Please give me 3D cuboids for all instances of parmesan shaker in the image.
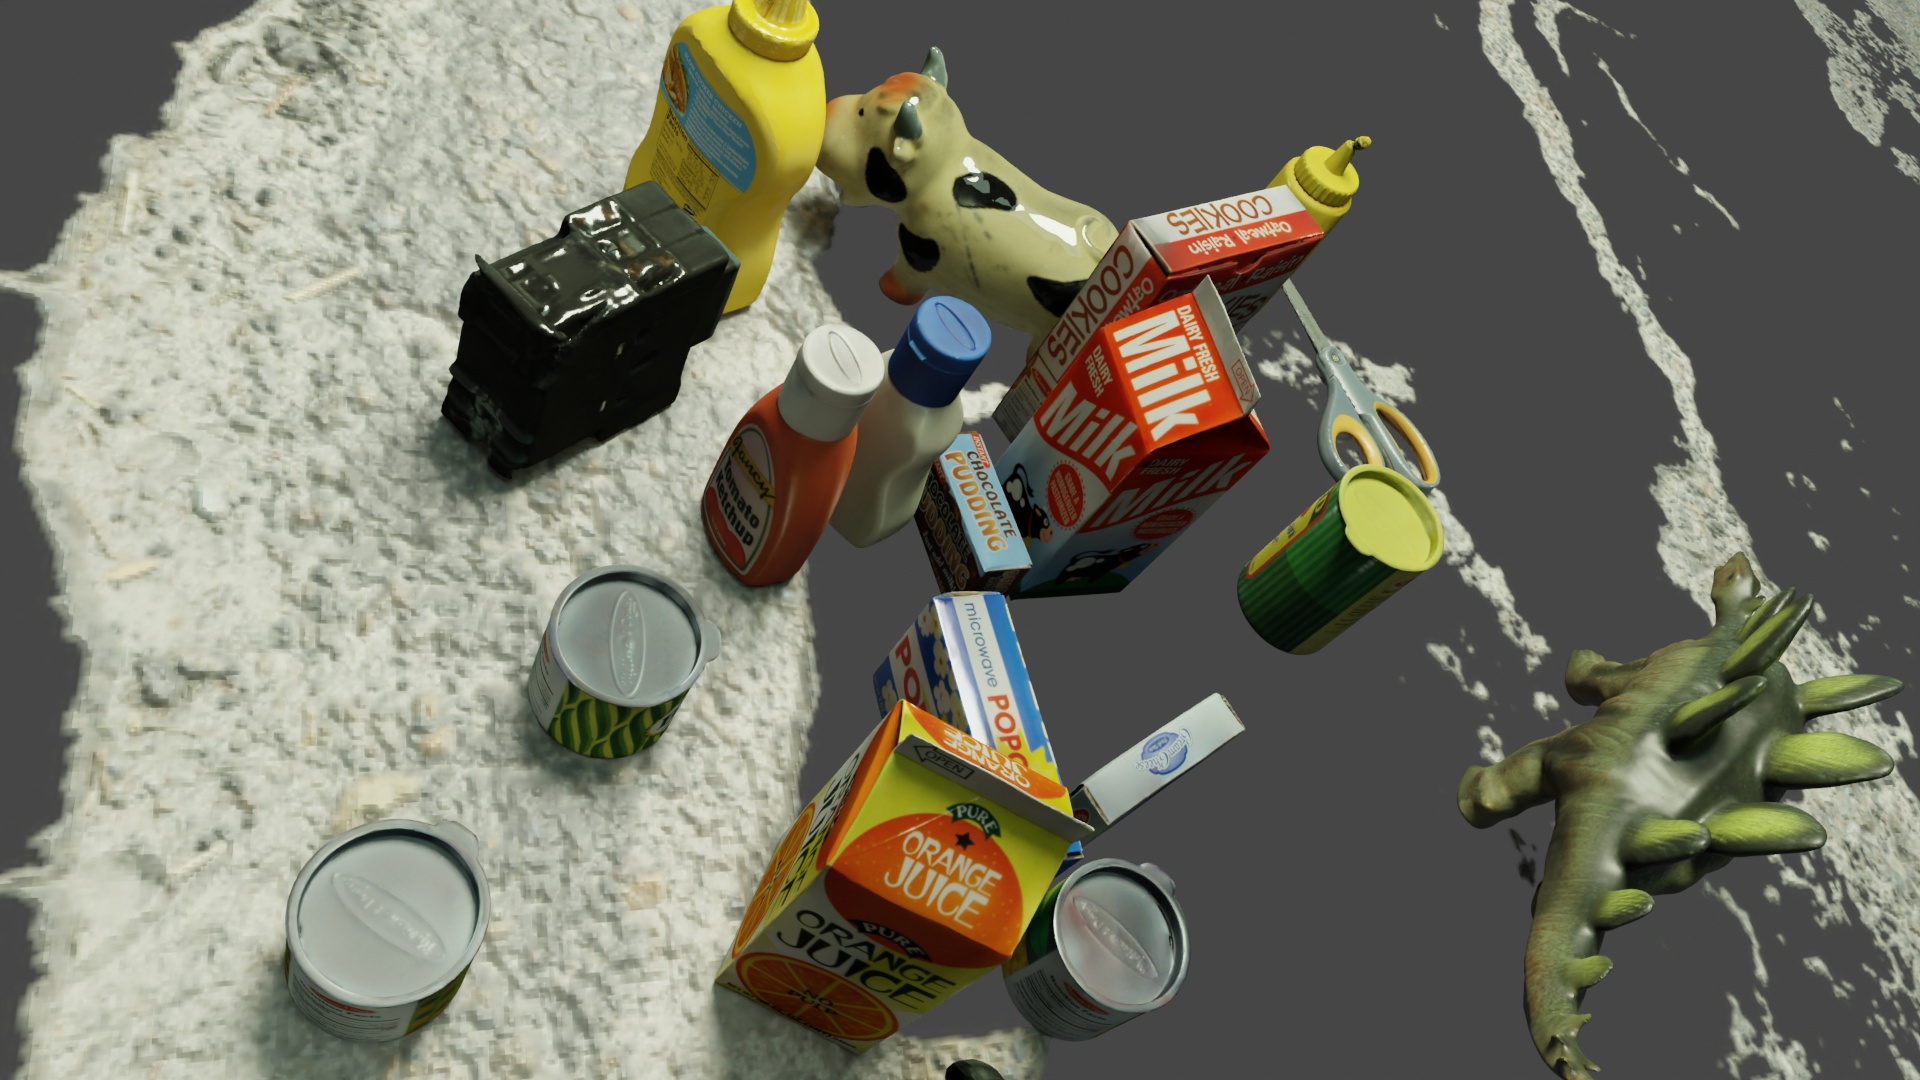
[{"bbox_3d":[0.206,0.014,0.769,0.071,0.102,0.071,13,55,-19],"label":"parmesan shaker"}]

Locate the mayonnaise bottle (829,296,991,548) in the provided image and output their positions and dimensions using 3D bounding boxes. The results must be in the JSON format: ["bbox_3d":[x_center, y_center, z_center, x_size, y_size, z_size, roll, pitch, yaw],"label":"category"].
[{"bbox_3d":[-0.030,-0.057,0.667,0.041,0.147,0.065,-27,74,-37],"label":"mayonnaise bottle"}]

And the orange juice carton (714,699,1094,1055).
[{"bbox_3d":[-0.023,0.125,0.522,0.072,0.191,0.073,30,51,-7],"label":"orange juice carton"}]

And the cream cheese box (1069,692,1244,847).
[{"bbox_3d":[0.087,0.114,0.676,0.104,0.053,0.024,-26,74,-37],"label":"cream cheese box"}]

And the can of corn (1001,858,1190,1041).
[{"bbox_3d":[0.060,0.180,0.615,0.071,0.058,0.071,13,55,-19],"label":"can of corn"}]

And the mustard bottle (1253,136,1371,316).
[{"bbox_3d":[0.205,-0.200,0.872,0.049,0.159,0.066,36,50,-2],"label":"mustard bottle"}]

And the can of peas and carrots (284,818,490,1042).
[{"bbox_3d":[-0.208,0.141,0.505,0.071,0.058,0.071,13,55,-19],"label":"can of peas and carrots"}]

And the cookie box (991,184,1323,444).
[{"bbox_3d":[0.105,-0.116,0.762,0.123,0.166,0.040,-22,71,-35],"label":"cookie box"}]

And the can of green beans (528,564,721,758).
[{"bbox_3d":[-0.147,0.053,0.594,0.071,0.057,0.071,13,55,-19],"label":"can of green beans"}]

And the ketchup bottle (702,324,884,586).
[{"bbox_3d":[-0.076,-0.039,0.632,0.044,0.148,0.065,-15,68,-34],"label":"ketchup bottle"}]

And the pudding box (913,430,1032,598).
[{"bbox_3d":[0.003,-0.009,0.716,0.030,0.049,0.084,-6,62,-30],"label":"pudding box"}]

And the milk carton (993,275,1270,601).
[{"bbox_3d":[0.085,-0.045,0.690,0.073,0.189,0.072,-3,61,-28],"label":"milk carton"}]

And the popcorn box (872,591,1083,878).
[{"bbox_3d":[0.004,0.097,0.624,0.038,0.084,0.127,-2,61,-28],"label":"popcorn box"}]
